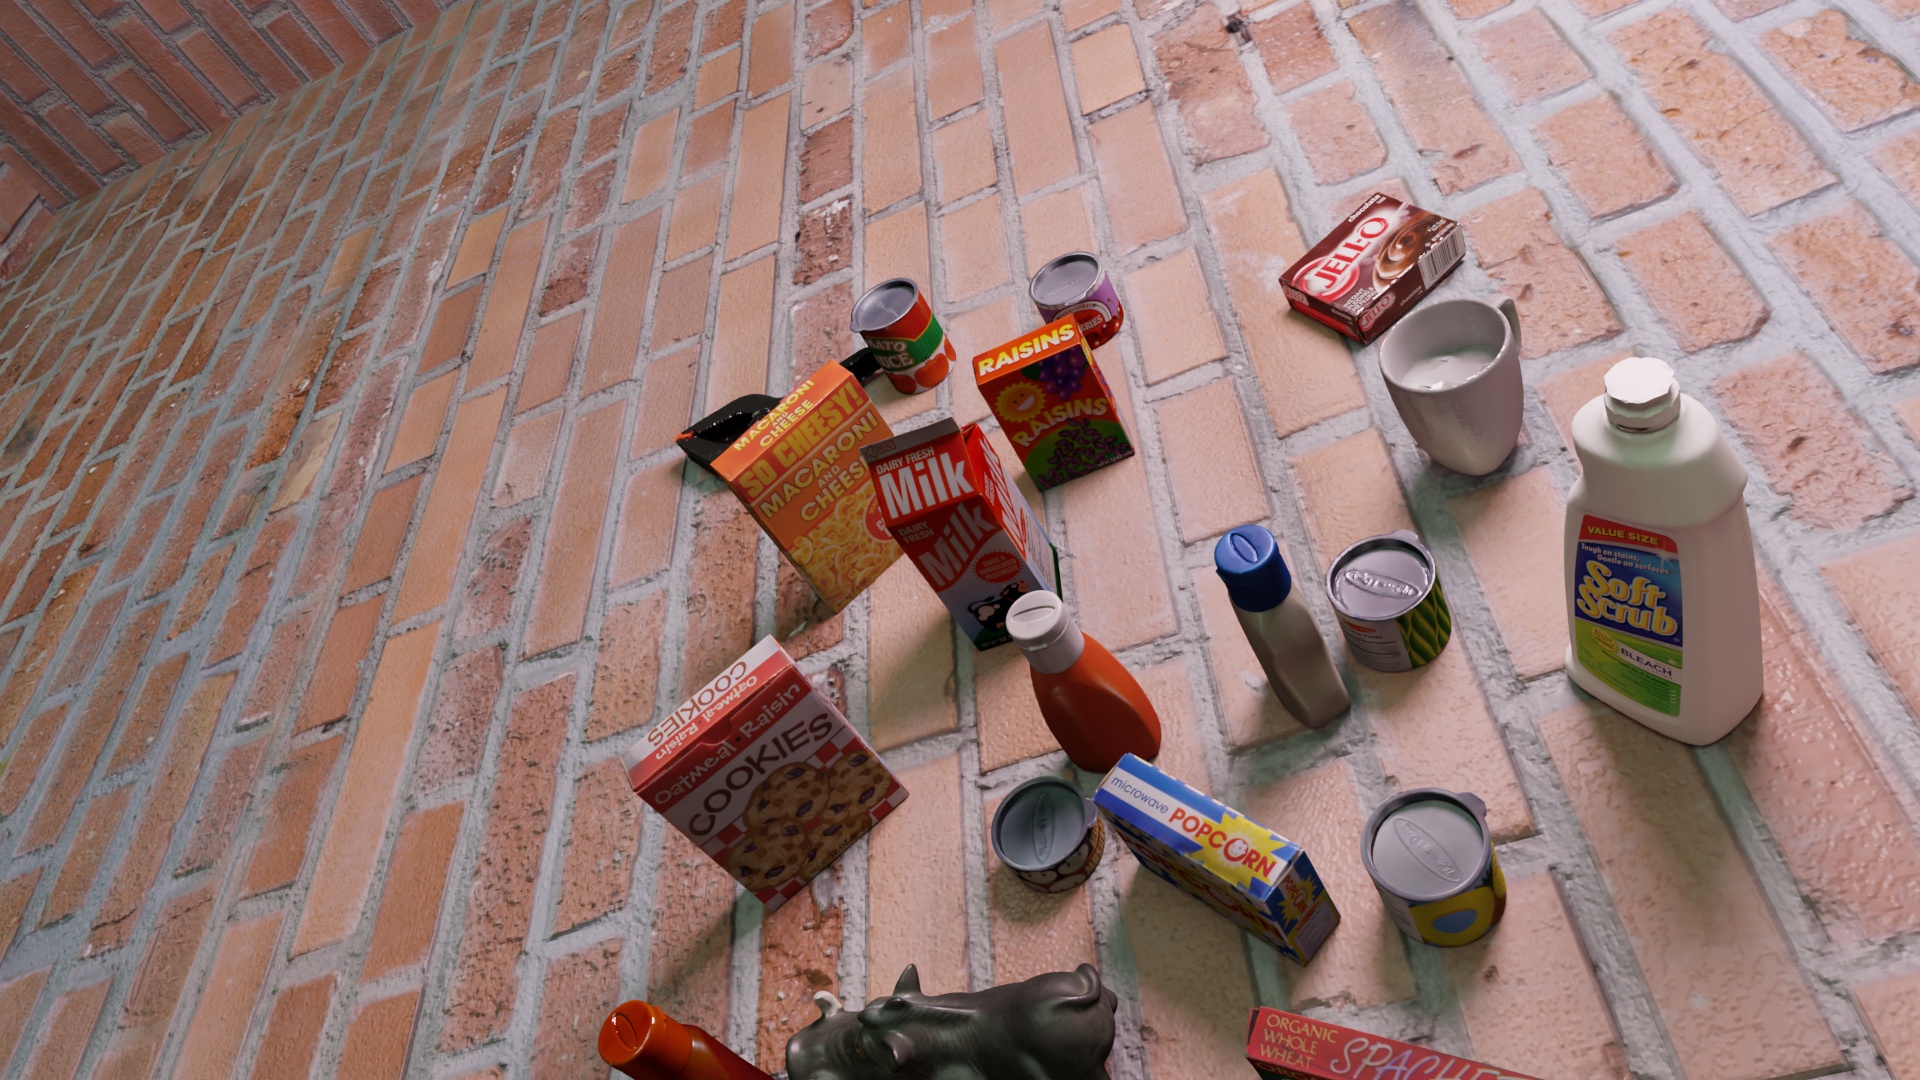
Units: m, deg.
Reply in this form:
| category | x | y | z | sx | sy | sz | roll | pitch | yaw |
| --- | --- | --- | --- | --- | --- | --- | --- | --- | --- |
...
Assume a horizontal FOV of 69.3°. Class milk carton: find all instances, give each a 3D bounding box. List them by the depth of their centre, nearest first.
| category | x | y | z | sx | sy | sz | roll | pitch | yaw |
| --- | --- | --- | --- | --- | --- | --- | --- | --- | --- |
| milk carton | 0.003 | -0.012 | 0.972 | 0.072 | 0.190 | 0.074 | -19 | 44 | 16 |

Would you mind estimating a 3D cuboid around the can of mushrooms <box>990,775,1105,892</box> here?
| category | x | y | z | sx | sy | sz | roll | pitch | yaw |
| --- | --- | --- | --- | --- | --- | --- | --- | --- | --- |
| can of mushrooms | 0.058 | 0.184 | 0.872 | 0.071 | 0.033 | 0.071 | -17 | 44 | 18 |

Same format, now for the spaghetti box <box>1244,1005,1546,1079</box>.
| category | x | y | z | sx | sy | sz | roll | pitch | yaw |
| --- | --- | --- | --- | --- | --- | --- | --- | --- | --- |
| spaghetti box | 0.258 | 0.271 | 0.657 | 0.250 | 0.050 | 0.029 | 4 | 54 | 34 |

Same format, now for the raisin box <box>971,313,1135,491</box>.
| category | x | y | z | sx | sy | sz | roll | pitch | yaw |
| --- | --- | --- | --- | --- | --- | --- | --- | --- | --- |
| raisin box | 0.073 | -0.104 | 1.064 | 0.086 | 0.123 | 0.040 | -21 | 43 | 14 |

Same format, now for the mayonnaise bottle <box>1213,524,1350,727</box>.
| category | x | y | z | sx | sy | sz | roll | pitch | yaw |
| --- | --- | --- | --- | --- | --- | --- | --- | --- | --- |
| mayonnaise bottle | 0.191 | 0.050 | 0.831 | 0.041 | 0.147 | 0.065 | -32 | 42 | 2 |

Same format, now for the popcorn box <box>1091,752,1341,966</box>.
| category | x | y | z | sx | sy | sz | roll | pitch | yaw |
| --- | --- | --- | --- | --- | --- | --- | --- | --- | --- |
| popcorn box | 0.143 | 0.179 | 0.786 | 0.127 | 0.085 | 0.038 | 25 | 67 | 44 |

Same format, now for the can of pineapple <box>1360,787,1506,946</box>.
| category | x | y | z | sx | sy | sz | roll | pitch | yaw |
| --- | --- | --- | --- | --- | --- | --- | --- | --- | --- |
| can of pineapple | 0.255 | 0.174 | 0.742 | 0.071 | 0.057 | 0.071 | -17 | 44 | 18 |

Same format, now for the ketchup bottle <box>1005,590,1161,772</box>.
| category | x | y | z | sx | sy | sz | roll | pitch | yaw |
| --- | --- | --- | --- | --- | --- | --- | --- | --- | --- |
| ketchup bottle | 0.074 | 0.089 | 0.865 | 0.064 | 0.148 | 0.044 | -15 | 45 | 20 |

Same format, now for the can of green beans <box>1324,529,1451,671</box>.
| category | x | y | z | sx | sy | sz | roll | pitch | yaw |
| --- | --- | --- | --- | --- | --- | --- | --- | --- | --- |
| can of green beans | 0.266 | 0.039 | 0.861 | 0.071 | 0.057 | 0.071 | -17 | 44 | 18 |

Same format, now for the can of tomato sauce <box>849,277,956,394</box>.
| category | x | y | z | sx | sy | sz | roll | pitch | yaw |
| --- | --- | --- | --- | --- | --- | --- | --- | --- | --- |
| can of tomato sauce | -0.051 | -0.181 | 1.242 | 0.071 | 0.082 | 0.071 | -17 | 44 | 18 |

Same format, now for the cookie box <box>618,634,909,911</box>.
| category | x | y | z | sx | sy | sz | roll | pitch | yaw |
| --- | --- | --- | --- | --- | --- | --- | --- | --- | --- |
| cookie box | -0.124 | 0.156 | 0.910 | 0.123 | 0.166 | 0.040 | -40 | 42 | -7 |

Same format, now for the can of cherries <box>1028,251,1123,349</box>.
| category | x | y | z | sx | sy | sz | roll | pitch | yaw |
| --- | --- | --- | --- | --- | --- | --- | --- | --- | --- |
| can of cherries | 0.100 | -0.202 | 1.188 | 0.071 | 0.058 | 0.072 | -17 | 44 | 18 |

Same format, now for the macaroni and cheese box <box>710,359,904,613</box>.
| category | x | y | z | sx | sy | sz | roll | pitch | yaw |
| --- | --- | --- | --- | --- | --- | --- | --- | --- | --- |
| macaroni and cheese box | -0.099 | -0.040 | 1.078 | 0.124 | 0.166 | 0.040 | -43 | 43 | -10 |

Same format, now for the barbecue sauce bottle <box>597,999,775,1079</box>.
| category | x | y | z | sx | sy | sz | roll | pitch | yaw |
| --- | --- | --- | --- | --- | --- | --- | --- | --- | --- |
| barbecue sauce bottle | -0.150 | 0.309 | 0.798 | 0.044 | 0.148 | 0.065 | -42 | 43 | -9 |
